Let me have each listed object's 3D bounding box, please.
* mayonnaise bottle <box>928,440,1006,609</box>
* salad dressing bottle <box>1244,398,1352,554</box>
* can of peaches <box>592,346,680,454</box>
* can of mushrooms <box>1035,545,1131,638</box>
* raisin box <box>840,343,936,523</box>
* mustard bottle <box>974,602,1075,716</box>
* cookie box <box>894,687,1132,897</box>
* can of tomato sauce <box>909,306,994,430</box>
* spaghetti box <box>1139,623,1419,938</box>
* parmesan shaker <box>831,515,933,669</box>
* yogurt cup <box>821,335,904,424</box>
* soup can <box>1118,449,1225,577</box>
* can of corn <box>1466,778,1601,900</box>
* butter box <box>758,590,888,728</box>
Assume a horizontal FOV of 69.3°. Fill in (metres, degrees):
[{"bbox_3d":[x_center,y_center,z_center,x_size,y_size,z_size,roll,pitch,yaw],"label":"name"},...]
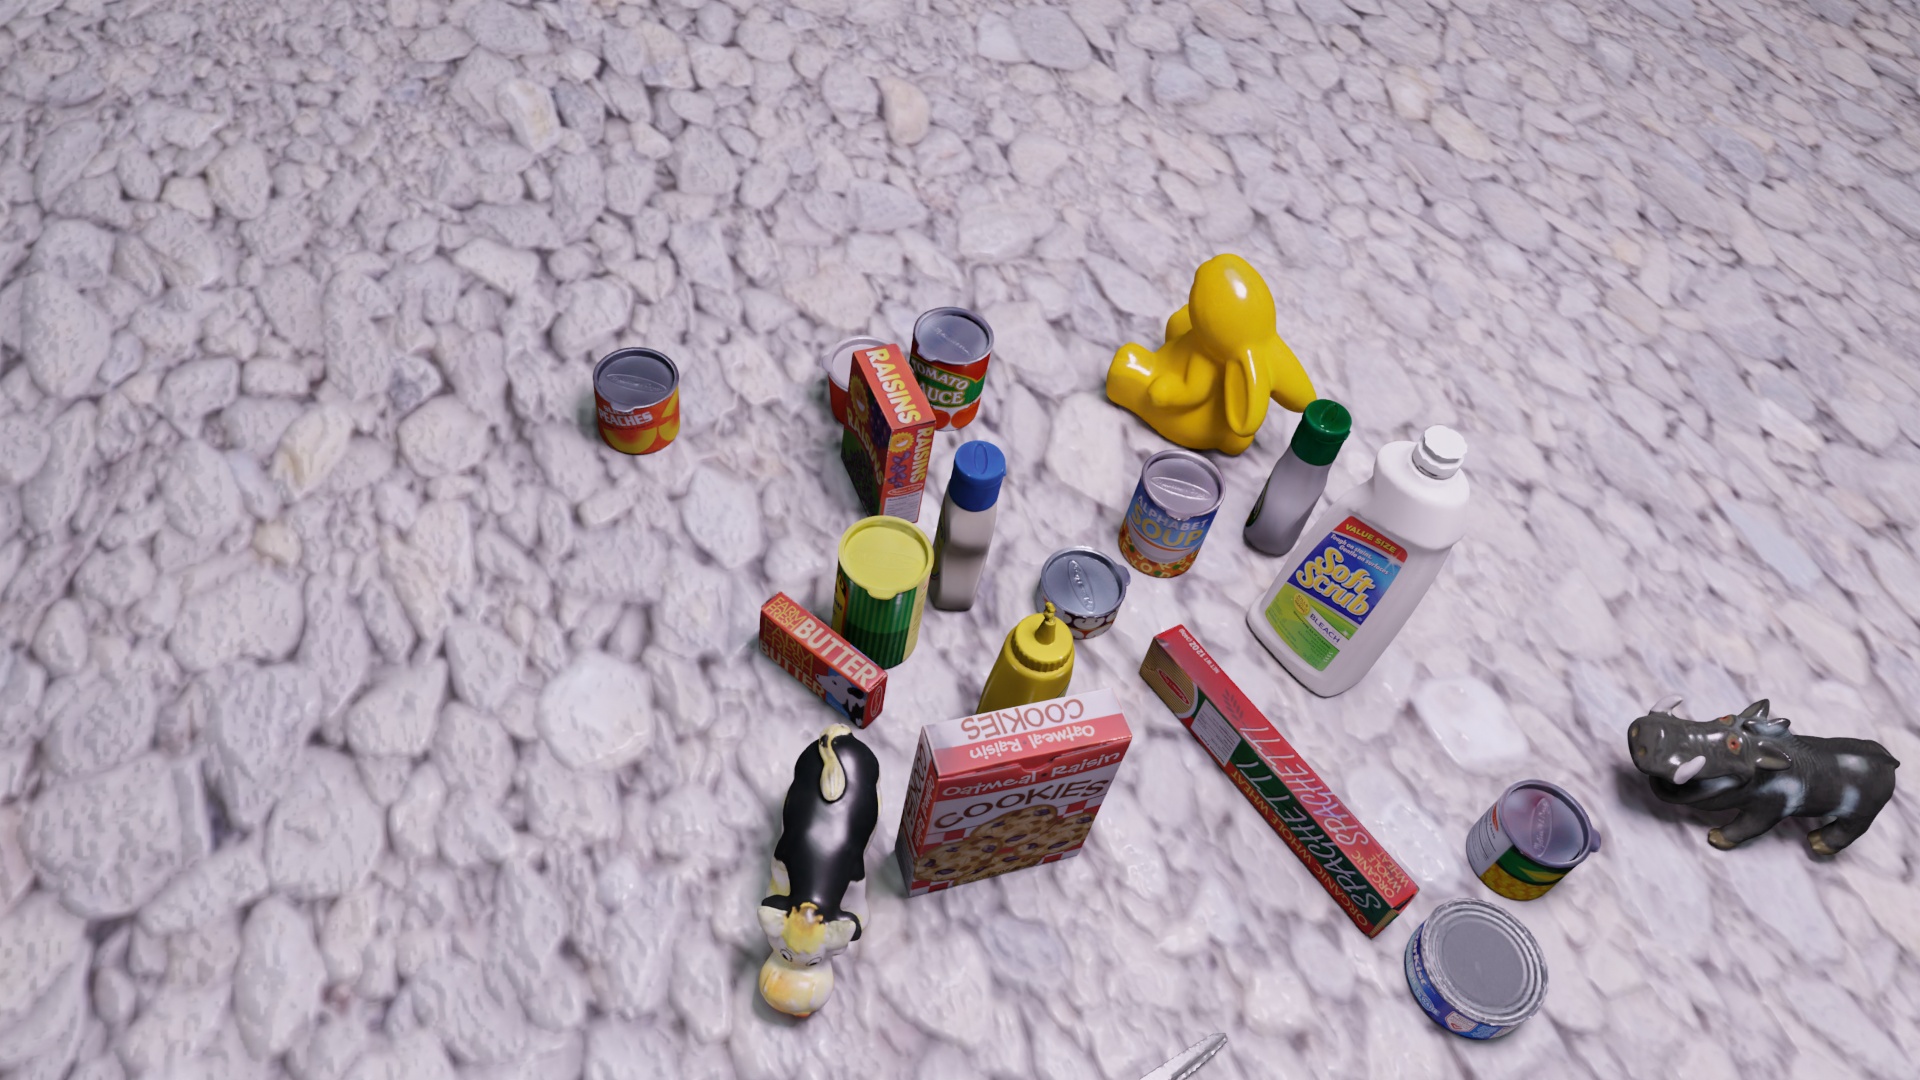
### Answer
[{"bbox_3d":[0.004,-0.013,1.017,0.041,0.147,0.065,4,52,-7],"label":"mayonnaise bottle"},{"bbox_3d":[0.266,-0.049,1.092,0.044,0.146,0.064,29,53,13],"label":"salad dressing bottle"},{"bbox_3d":[-0.258,-0.109,1.104,0.071,0.057,0.071,5,52,-6],"label":"can of peaches"},{"bbox_3d":[0.094,0.040,1.065,0.071,0.033,0.071,5,52,-6],"label":"can of mushrooms"},{"bbox_3d":[-0.057,-0.079,1.074,0.040,0.122,0.086,-13,56,-19],"label":"raisin box"},{"bbox_3d":[0.047,0.093,0.934,0.049,0.159,0.065,34,55,16],"label":"mustard bottle"},{"bbox_3d":[0.029,0.161,0.874,0.123,0.166,0.040,-10,55,-17],"label":"cookie box"},{"bbox_3d":[-0.012,-0.141,1.156,0.071,0.082,0.071,5,52,-6],"label":"can of tomato sauce"},{"bbox_3d":[0.219,0.165,0.978,0.029,0.049,0.251,-26,61,-26],"label":"spaghetti box"},{"bbox_3d":[-0.058,0.041,0.993,0.071,0.102,0.072,5,52,-6],"label":"parmesan shaker"},{"bbox_3d":[-0.079,-0.128,1.153,0.072,0.053,0.073,5,52,-6],"label":"yogurt cup"},{"bbox_3d":[0.164,-0.018,1.090,0.071,0.083,0.072,5,52,-6],"label":"soup can"},{"bbox_3d":[0.398,0.210,0.969,0.071,0.058,0.071,5,52,-6],"label":"can of corn"},{"bbox_3d":[-0.099,0.085,0.984,0.103,0.052,0.024,36,55,17],"label":"butter box"}]
